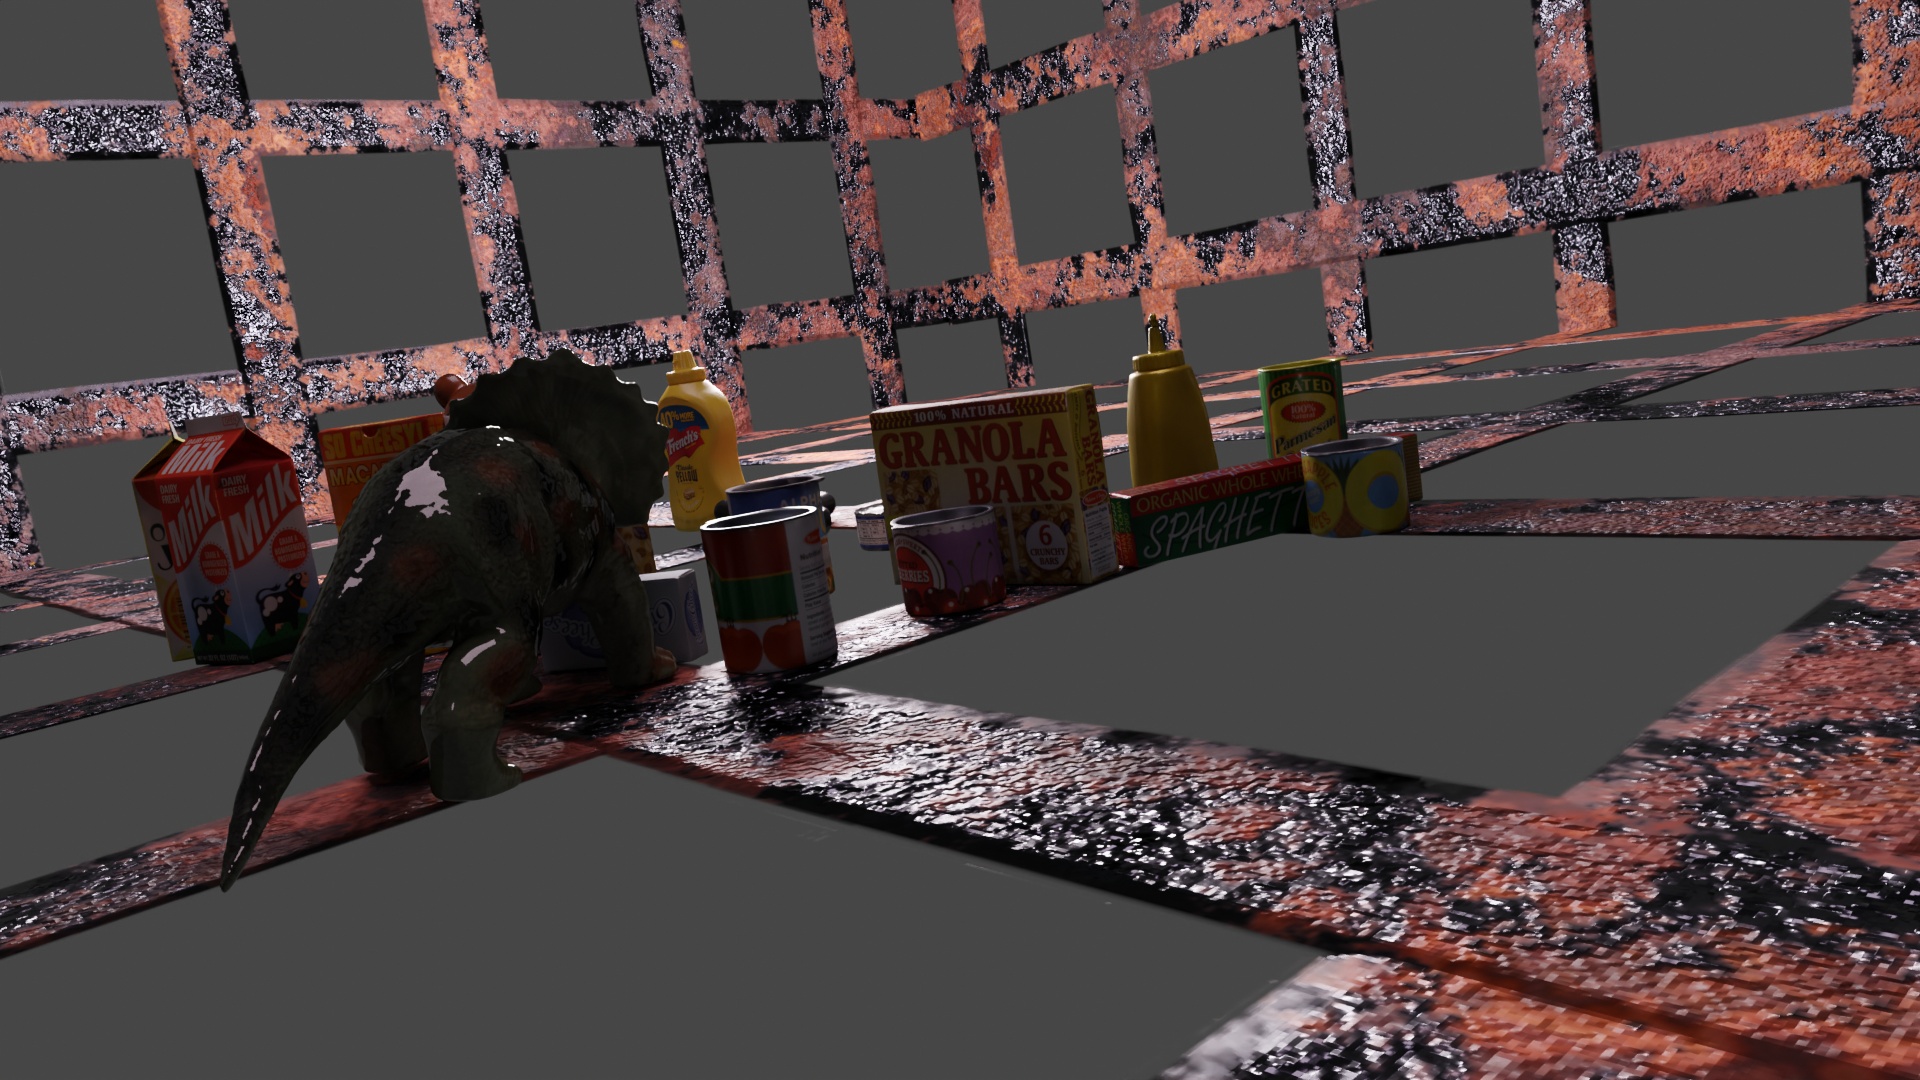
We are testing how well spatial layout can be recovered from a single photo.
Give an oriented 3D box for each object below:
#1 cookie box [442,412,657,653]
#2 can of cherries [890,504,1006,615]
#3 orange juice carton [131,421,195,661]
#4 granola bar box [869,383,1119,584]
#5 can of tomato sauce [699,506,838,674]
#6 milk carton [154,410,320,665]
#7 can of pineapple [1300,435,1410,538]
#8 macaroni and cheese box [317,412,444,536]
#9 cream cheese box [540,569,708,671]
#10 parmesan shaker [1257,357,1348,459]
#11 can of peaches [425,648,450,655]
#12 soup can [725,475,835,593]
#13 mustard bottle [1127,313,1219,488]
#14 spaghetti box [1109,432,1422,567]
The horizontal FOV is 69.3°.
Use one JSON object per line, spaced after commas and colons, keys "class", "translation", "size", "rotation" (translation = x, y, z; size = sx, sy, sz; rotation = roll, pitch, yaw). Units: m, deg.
{"class": "cookie box", "translation": [-0.274, -0.015, 0.950], "size": [0.040, 0.167, 0.123], "rotation": [-2, 10, 38]}
{"class": "can of cherries", "translation": [-0.009, 0.012, 0.870], "size": [0.071, 0.058, 0.071], "rotation": [-8, 8, 1]}
{"class": "orange juice carton", "translation": [-0.633, -0.004, 1.150], "size": [0.073, 0.192, 0.072], "rotation": [-13, 9, -26]}
{"class": "granola bar box", "translation": [0.021, -0.034, 0.925], "size": [0.165, 0.124, 0.039], "rotation": [-2, 10, 39]}
{"class": "can of tomato sauce", "translation": [-0.110, 0.027, 0.787], "size": [0.071, 0.083, 0.071], "rotation": [-8, 8, 1]}
{"class": "milk carton", "translation": [-0.563, -0.004, 1.083], "size": [0.072, 0.190, 0.074], "rotation": [-4, 9, 27]}
{"class": "can of pineapple", "translation": [0.260, -0.036, 0.920], "size": [0.071, 0.057, 0.071], "rotation": [-8, 8, 1]}
{"class": "macaroni and cheese box", "translation": [-0.489, -0.023, 1.220], "size": [0.123, 0.166, 0.040], "rotation": [-5, 8, 21]}
{"class": "cream cheese box", "translation": [-0.206, 0.049, 0.839], "size": [0.104, 0.053, 0.024], "rotation": [-6, 8, 18]}
{"class": "parmesan shaker", "translation": [0.281, -0.092, 1.121], "size": [0.071, 0.103, 0.071], "rotation": [-8, 8, 1]}
{"class": "can of peaches", "translation": [-0.390, 0.050, 0.999], "size": [0.071, 0.058, 0.071], "rotation": [-8, 8, 1]}
{"class": "soup can", "translation": [-0.124, 0.000, 0.981], "size": [0.071, 0.083, 0.071], "rotation": [-8, 8, 1]}
{"class": "mustard bottle", "translation": [0.161, -0.097, 1.081], "size": [0.065, 0.160, 0.049], "rotation": [-13, 9, -26]}
{"class": "spaghetti box", "translation": [0.213, -0.030, 0.955], "size": [0.251, 0.050, 0.028], "rotation": [-12, 9, -24]}
